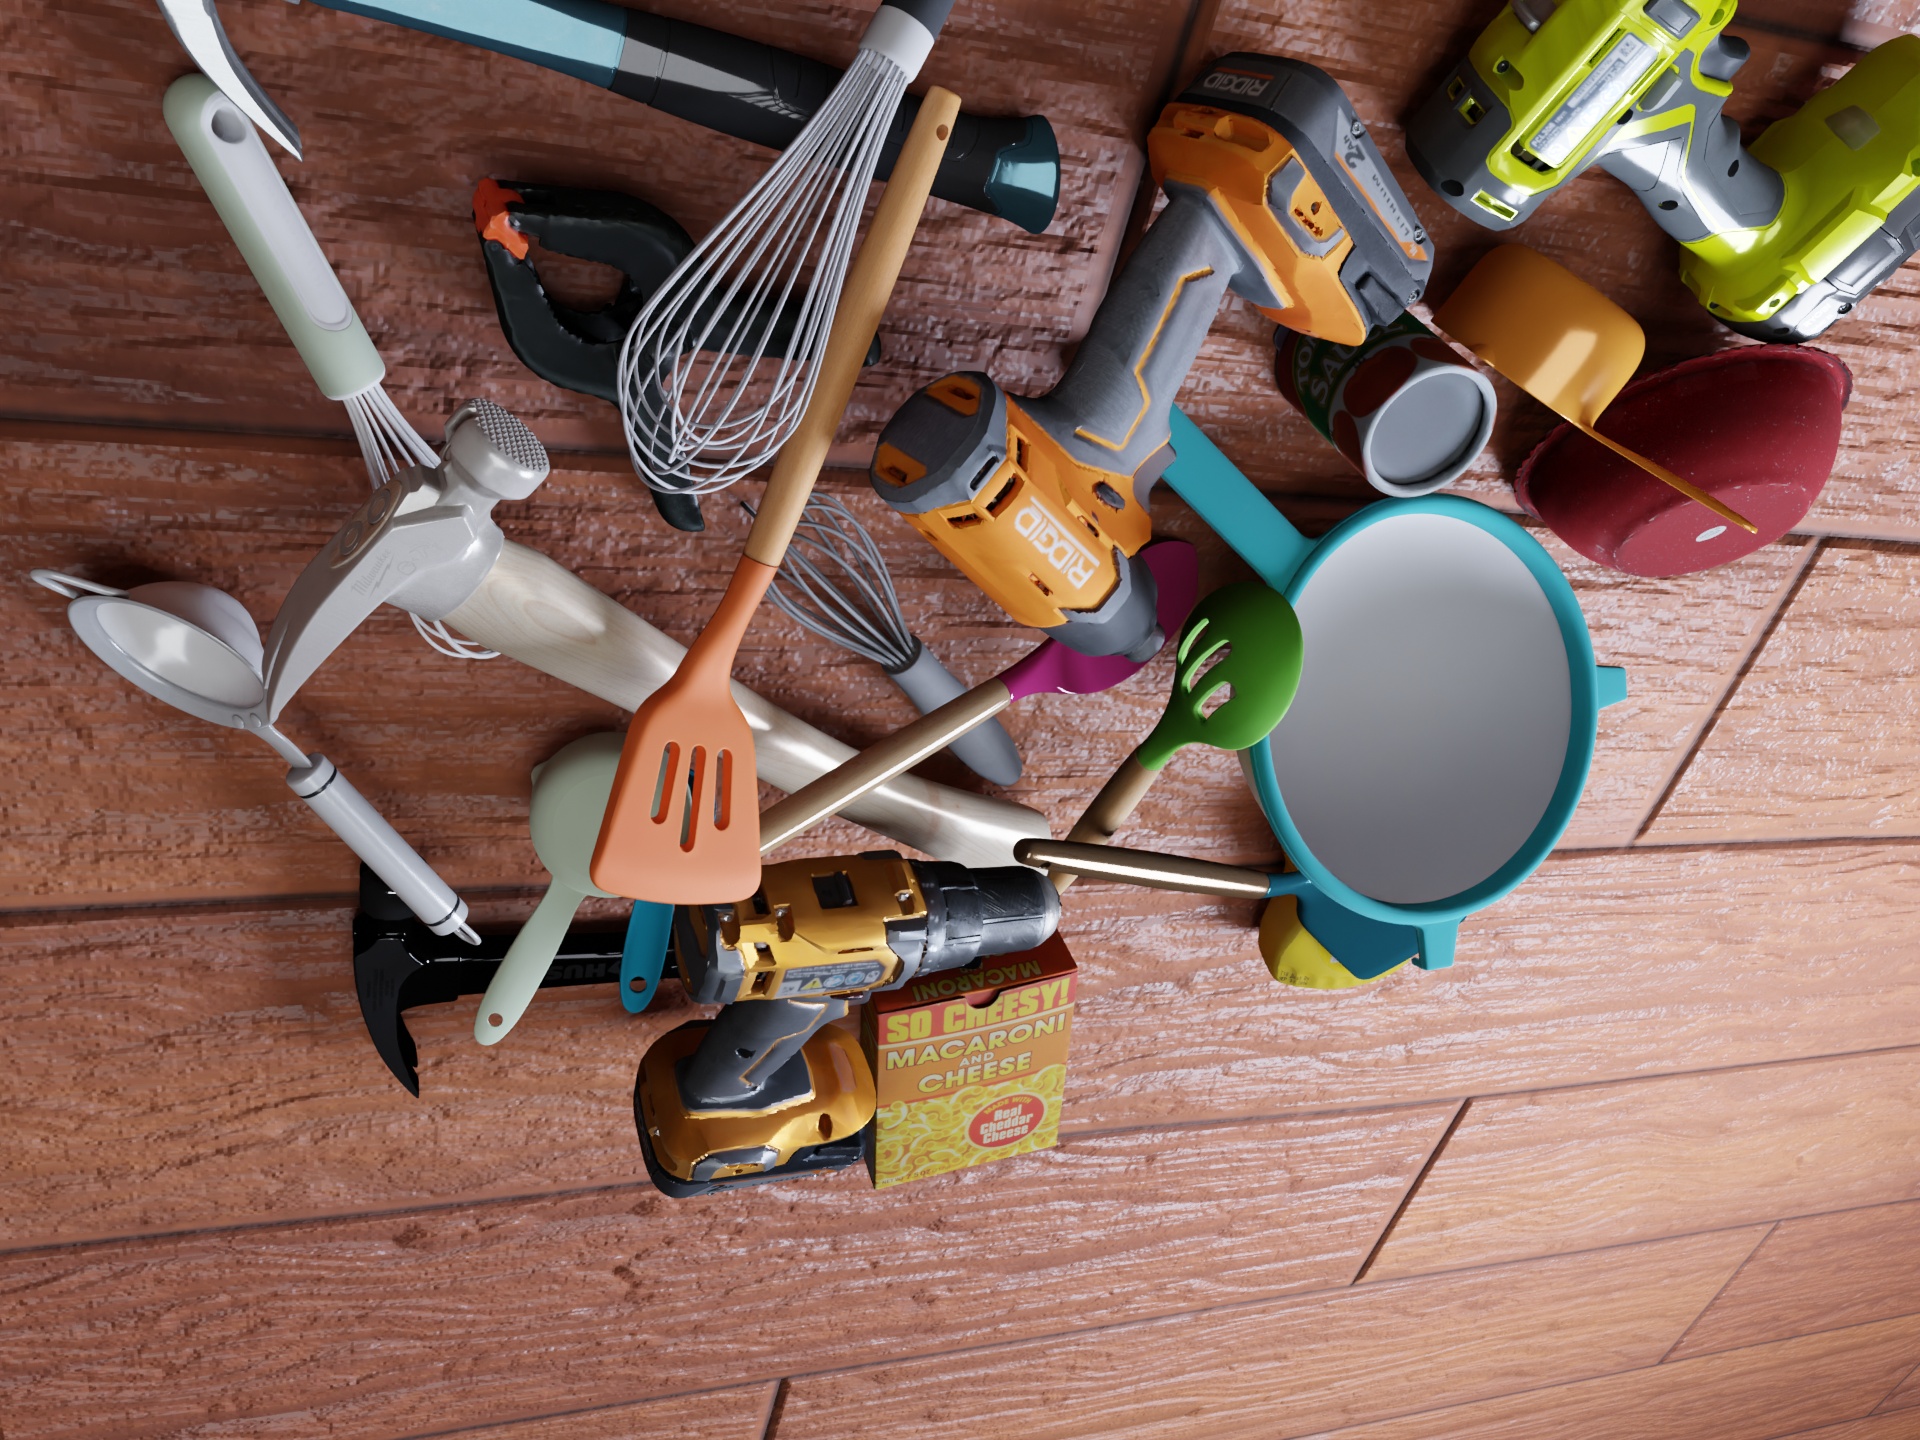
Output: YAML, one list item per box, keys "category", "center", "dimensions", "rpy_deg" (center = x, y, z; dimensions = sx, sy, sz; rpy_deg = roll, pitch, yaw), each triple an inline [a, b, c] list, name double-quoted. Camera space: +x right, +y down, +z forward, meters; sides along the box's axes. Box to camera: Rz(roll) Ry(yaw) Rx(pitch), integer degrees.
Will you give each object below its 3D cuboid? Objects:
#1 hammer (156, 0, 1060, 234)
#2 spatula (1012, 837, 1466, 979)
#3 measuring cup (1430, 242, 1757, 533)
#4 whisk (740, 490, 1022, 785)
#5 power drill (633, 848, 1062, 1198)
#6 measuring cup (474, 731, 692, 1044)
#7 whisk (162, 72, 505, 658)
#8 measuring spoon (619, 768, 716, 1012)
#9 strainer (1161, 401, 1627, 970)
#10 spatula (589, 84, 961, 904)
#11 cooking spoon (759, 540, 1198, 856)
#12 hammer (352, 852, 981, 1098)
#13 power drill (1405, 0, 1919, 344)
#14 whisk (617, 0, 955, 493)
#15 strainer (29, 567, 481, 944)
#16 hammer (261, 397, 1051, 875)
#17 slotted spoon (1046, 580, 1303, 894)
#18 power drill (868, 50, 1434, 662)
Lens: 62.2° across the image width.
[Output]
- category: "hammer"
  center: [-0.107, -0.233, 0.558]
  dimensions: [0.330, 0.033, 0.128]
  rpy_deg: [7, 120, -28]
- category: "spatula"
  center: [0.148, 0.094, 0.846]
  dimensions: [0.317, 0.044, 0.082]
  rpy_deg: [12, 137, -41]
- category: "measuring cup"
  center: [0.291, -0.150, 0.702]
  dimensions: [0.095, 0.174, 0.052]
  rpy_deg: [2, 127, -56]
- category: "whisk"
  center: [-0.030, -0.031, 0.755]
  dimensions: [0.055, 0.055, 0.238]
  rpy_deg: [-34, 137, 8]
- category: "power drill"
  center: [-0.063, 0.145, 0.795]
  dimensions: [0.185, 0.084, 0.226]
  rpy_deg: [-3, 139, -26]
- category: "measuring cup"
  center: [-0.186, 0.085, 0.747]
  dimensions: [0.083, 0.038, 0.167]
  rpy_deg: [29, 92, -15]
- category: "whisk"
  center: [-0.224, -0.121, 0.600]
  dimensions: [0.059, 0.058, 0.246]
  rpy_deg: [8, 135, 30]
- category: "measuring spoon"
  center: [-0.151, 0.082, 0.787]
  dimensions: [0.042, 0.021, 0.128]
  rpy_deg: [11, 101, -13]
- category: "strainer"
  center: [0.168, -0.047, 0.792]
  dimensions: [0.340, 0.095, 0.211]
  rpy_deg: [42, 77, -18]
- category: "spatula"
  center: [-0.062, -0.081, 0.606]
  dimensions: [0.081, 0.041, 0.322]
  rpy_deg: [11, 107, -44]
- category: "cooking spoon"
  center: [-0.001, -0.002, 0.730]
  dimensions: [0.319, 0.017, 0.068]
  rpy_deg: [-31, 134, -28]
- category: "hammer"
  center: [-0.144, 0.128, 0.844]
  dimensions: [0.334, 0.035, 0.146]
  rpy_deg: [0, 127, -22]
- category: "power drill"
  center: [0.326, -0.266, 0.662]
  dimensions: [0.228, 0.080, 0.190]
  rpy_deg: [16, 133, -31]
- category: "whisk"
  center: [-0.039, -0.205, 0.550]
  dimensions: [0.070, 0.070, 0.284]
  rpy_deg: [29, 89, -37]
- category: "strainer"
  center: [-0.281, 0.016, 0.675]
  dimensions: [0.087, 0.050, 0.258]
  rpy_deg: [-1, 136, 32]
- category: "hammer"
  center: [-0.098, 0.012, 0.715]
  dimensions: [0.146, 0.038, 0.410]
  rpy_deg: [-42, 138, 16]
- category: "slotted spoon"
  center: [0.085, 0.031, 0.782]
  dimensions: [0.031, 0.070, 0.313]
  rpy_deg: [-9, 155, -21]
- category: "power drill"
  center: [0.087, -0.135, 0.654]
  dimensions: [0.226, 0.084, 0.164]
  rpy_deg: [-50, 130, 0]
